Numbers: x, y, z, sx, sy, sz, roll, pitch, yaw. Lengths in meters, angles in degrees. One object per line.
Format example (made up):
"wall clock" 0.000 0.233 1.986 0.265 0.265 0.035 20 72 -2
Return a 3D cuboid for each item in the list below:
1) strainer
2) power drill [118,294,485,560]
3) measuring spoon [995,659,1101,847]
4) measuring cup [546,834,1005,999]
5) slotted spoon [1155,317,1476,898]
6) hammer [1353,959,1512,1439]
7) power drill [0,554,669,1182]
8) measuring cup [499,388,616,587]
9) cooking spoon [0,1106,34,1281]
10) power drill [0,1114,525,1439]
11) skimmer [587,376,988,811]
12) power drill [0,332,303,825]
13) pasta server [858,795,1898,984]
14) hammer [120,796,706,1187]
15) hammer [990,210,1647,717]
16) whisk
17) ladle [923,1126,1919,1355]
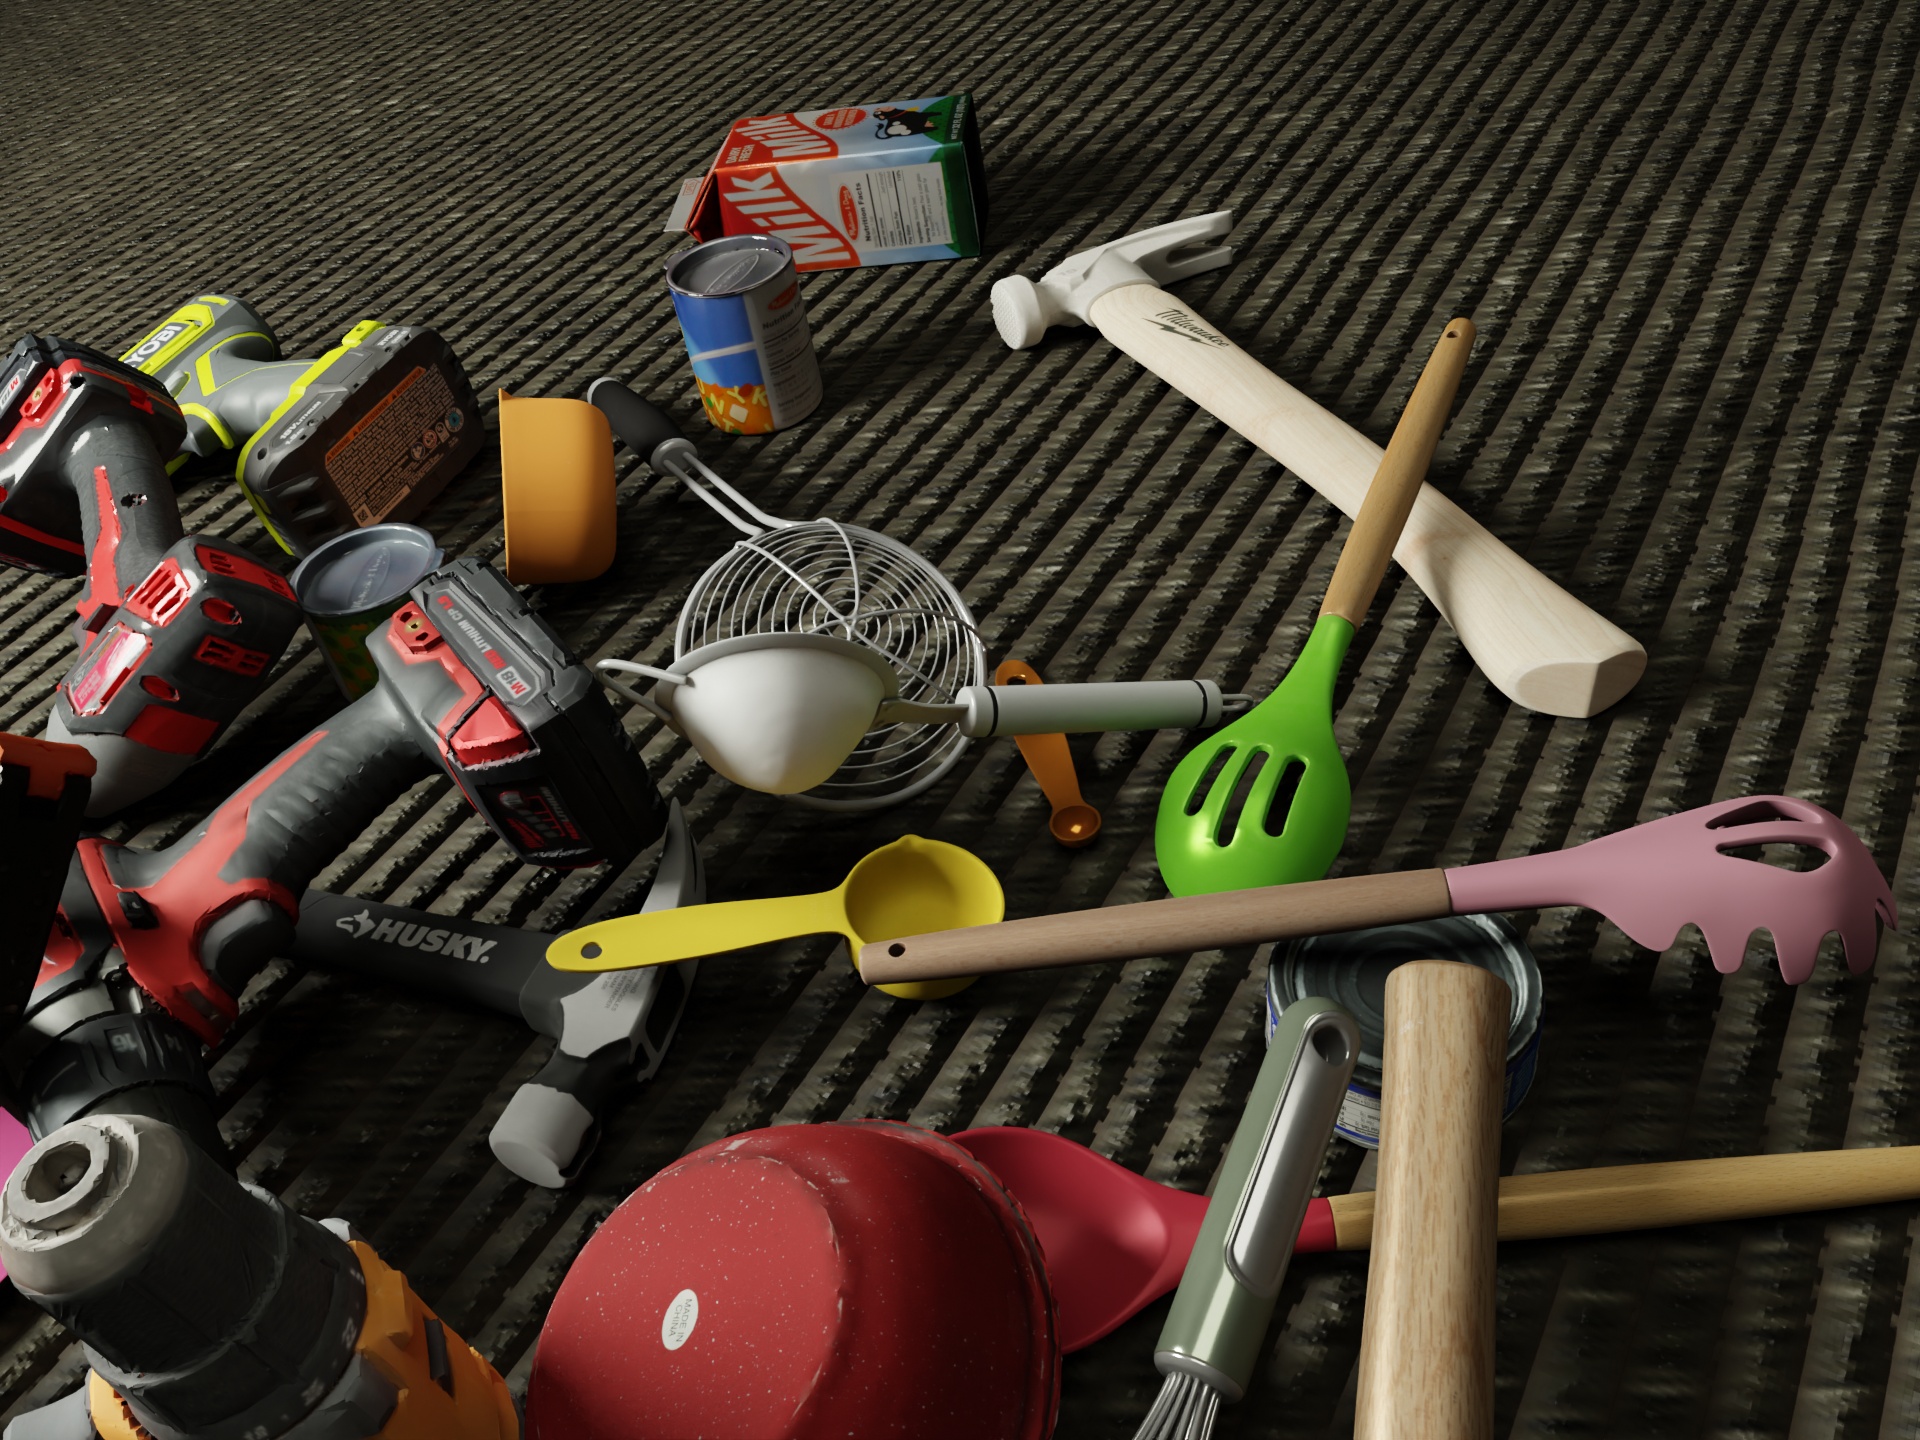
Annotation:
"strainer" -0.001 -0.002 0.582 0.258 0.086 0.050 -2 62 -24
"power drill" -0.385 -0.154 0.853 0.223 0.080 0.171 12 52 27
"measuring spoon" 0.033 0.012 0.634 0.021 0.011 0.117 -15 39 -4
"measuring cup" -0.062 0.077 0.552 0.156 0.029 0.062 -7 45 -8
"slotted spoon" 0.154 -0.056 0.627 0.070 0.031 0.314 11 56 29
"hammer" 0.108 0.204 0.370 0.130 0.031 0.332 6 52 15
"power drill" -0.214 0.061 0.533 0.227 0.080 0.188 -36 49 -16
"measuring cup" -0.199 -0.122 0.787 0.052 0.095 0.174 -2 19 -13
"cooking spoon" -0.359 0.246 0.457 0.069 0.017 0.319 3 44 15
"power drill" -0.239 0.185 0.378 0.226 0.185 0.084 -22 45 -7
"skimmer" -0.110 -0.079 0.746 0.127 0.090 0.364 -20 32 -20
"power drill" -0.386 -0.061 0.714 0.143 0.078 0.220 -48 58 11
"pasta server" 0.124 0.062 0.497 0.316 0.040 0.060 -8 43 9
"hammer" -0.254 0.073 0.609 0.335 0.035 0.146 8 46 20
"hammer" 0.168 -0.137 0.745 0.146 0.038 0.411 -22 44 -14
"whisk" 0.058 0.174 0.404 0.057 0.059 0.246 34 58 -8
"ladle" 0.133 0.142 0.460 0.315 0.031 0.069 -6 52 3
